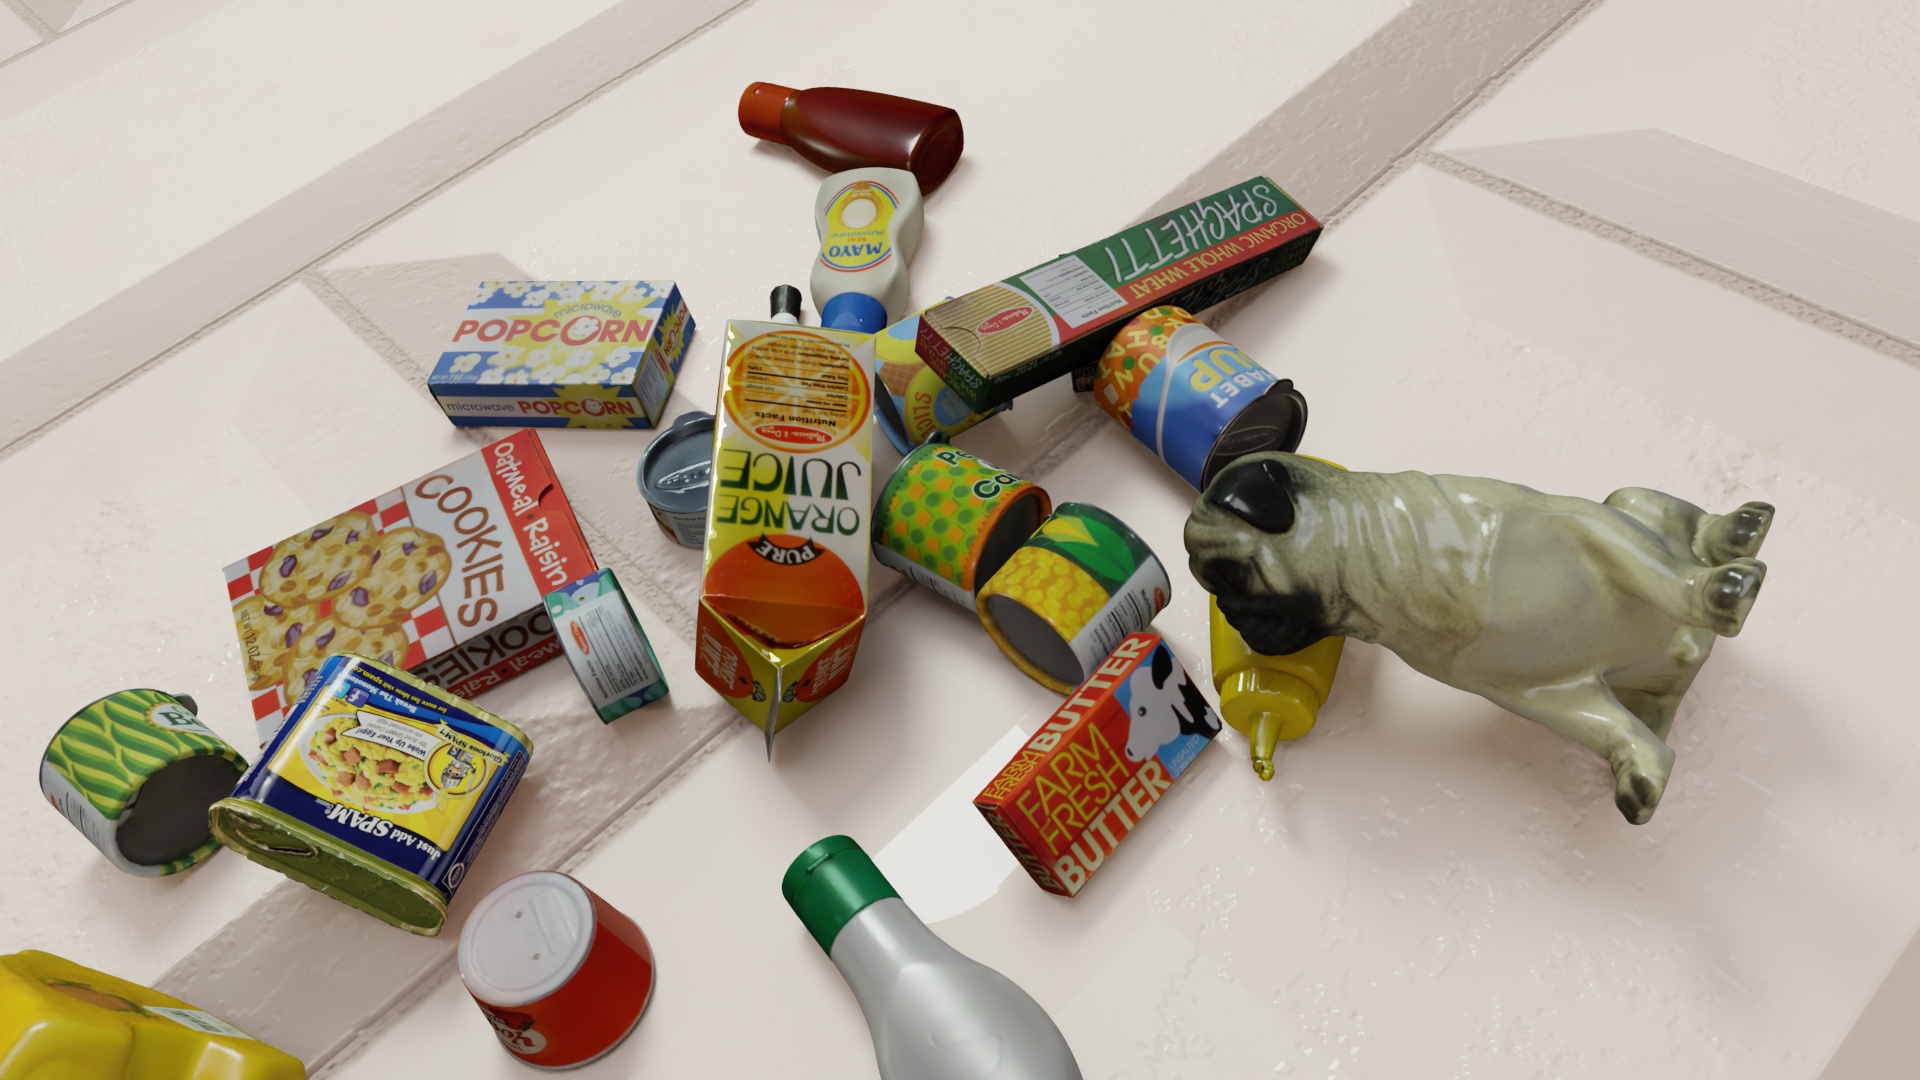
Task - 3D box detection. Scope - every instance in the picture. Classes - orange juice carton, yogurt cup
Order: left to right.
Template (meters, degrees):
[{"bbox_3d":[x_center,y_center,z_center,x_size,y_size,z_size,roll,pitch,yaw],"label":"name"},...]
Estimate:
[{"bbox_3d":[-0.161,0.166,0.546,0.072,0.053,0.073,-5,51,6],"label":"yogurt cup"},{"bbox_3d":[-0.080,-0.002,0.633,0.073,0.071,0.193,5,59,-10],"label":"orange juice carton"}]

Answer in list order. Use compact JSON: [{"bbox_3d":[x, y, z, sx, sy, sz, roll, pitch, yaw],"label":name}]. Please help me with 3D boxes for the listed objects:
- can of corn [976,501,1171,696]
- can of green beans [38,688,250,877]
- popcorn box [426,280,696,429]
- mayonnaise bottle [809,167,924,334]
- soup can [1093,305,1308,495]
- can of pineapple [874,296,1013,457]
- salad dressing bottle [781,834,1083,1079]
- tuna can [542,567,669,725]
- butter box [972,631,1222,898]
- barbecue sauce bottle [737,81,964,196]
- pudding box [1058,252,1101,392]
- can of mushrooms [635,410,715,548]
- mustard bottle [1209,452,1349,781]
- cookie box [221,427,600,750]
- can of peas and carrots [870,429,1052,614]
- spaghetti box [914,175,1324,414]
[{"bbox_3d":[0.047,0.025,0.612,0.071,0.070,0.058,30,63,30],"label":"can of corn"},{"bbox_3d":[-0.364,0.108,0.624,0.058,0.071,0.071,26,60,27],"label":"can of green beans"},{"bbox_3d":[-0.226,-0.106,0.790,0.127,0.038,0.085,2,51,12],"label":"popcorn box"},{"bbox_3d":[-0.056,-0.153,0.793,0.065,0.041,0.149,-2,50,7],"label":"mayonnaise bottle"},{"bbox_3d":[0.116,-0.068,0.672,0.071,0.071,0.084,-33,53,-15],"label":"soup can"},{"bbox_3d":[-0.015,-0.082,0.711,0.058,0.070,0.071,-29,52,-11],"label":"can of pineapple"},{"bbox_3d":[-0.014,0.172,0.520,0.064,0.043,0.148,-36,52,-15],"label":"salad dressing bottle"},{"bbox_3d":[-0.162,0.048,0.637,0.033,0.070,0.071,-26,51,-11],"label":"tuna can"},{"bbox_3d":[0.058,0.090,0.566,0.104,0.053,0.024,-43,18,-23],"label":"butter box"},{"bbox_3d":[-0.074,-0.261,0.884,0.149,0.043,0.065,22,58,26],"label":"barbecue sauce bottle"},{"bbox_3d":[0.081,-0.120,0.748,0.050,0.030,0.084,-6,51,5],"label":"pudding box"},{"bbox_3d":[-0.130,-0.032,0.714,0.071,0.033,0.071,-6,51,7],"label":"can of mushrooms"},{"bbox_3d":[0.136,0.034,0.599,0.065,0.048,0.161,10,54,11],"label":"mustard bottle"},{"bbox_3d":[-0.267,0.026,0.688,0.168,0.040,0.123,-27,51,-11],"label":"cookie box"},{"bbox_3d":[0.002,-0.008,0.646,0.059,0.070,0.071,27,61,28],"label":"can of peas and carrots"},{"bbox_3d":[0.088,-0.131,0.708,0.251,0.028,0.050,-28,64,-32],"label":"spaghetti box"}]
